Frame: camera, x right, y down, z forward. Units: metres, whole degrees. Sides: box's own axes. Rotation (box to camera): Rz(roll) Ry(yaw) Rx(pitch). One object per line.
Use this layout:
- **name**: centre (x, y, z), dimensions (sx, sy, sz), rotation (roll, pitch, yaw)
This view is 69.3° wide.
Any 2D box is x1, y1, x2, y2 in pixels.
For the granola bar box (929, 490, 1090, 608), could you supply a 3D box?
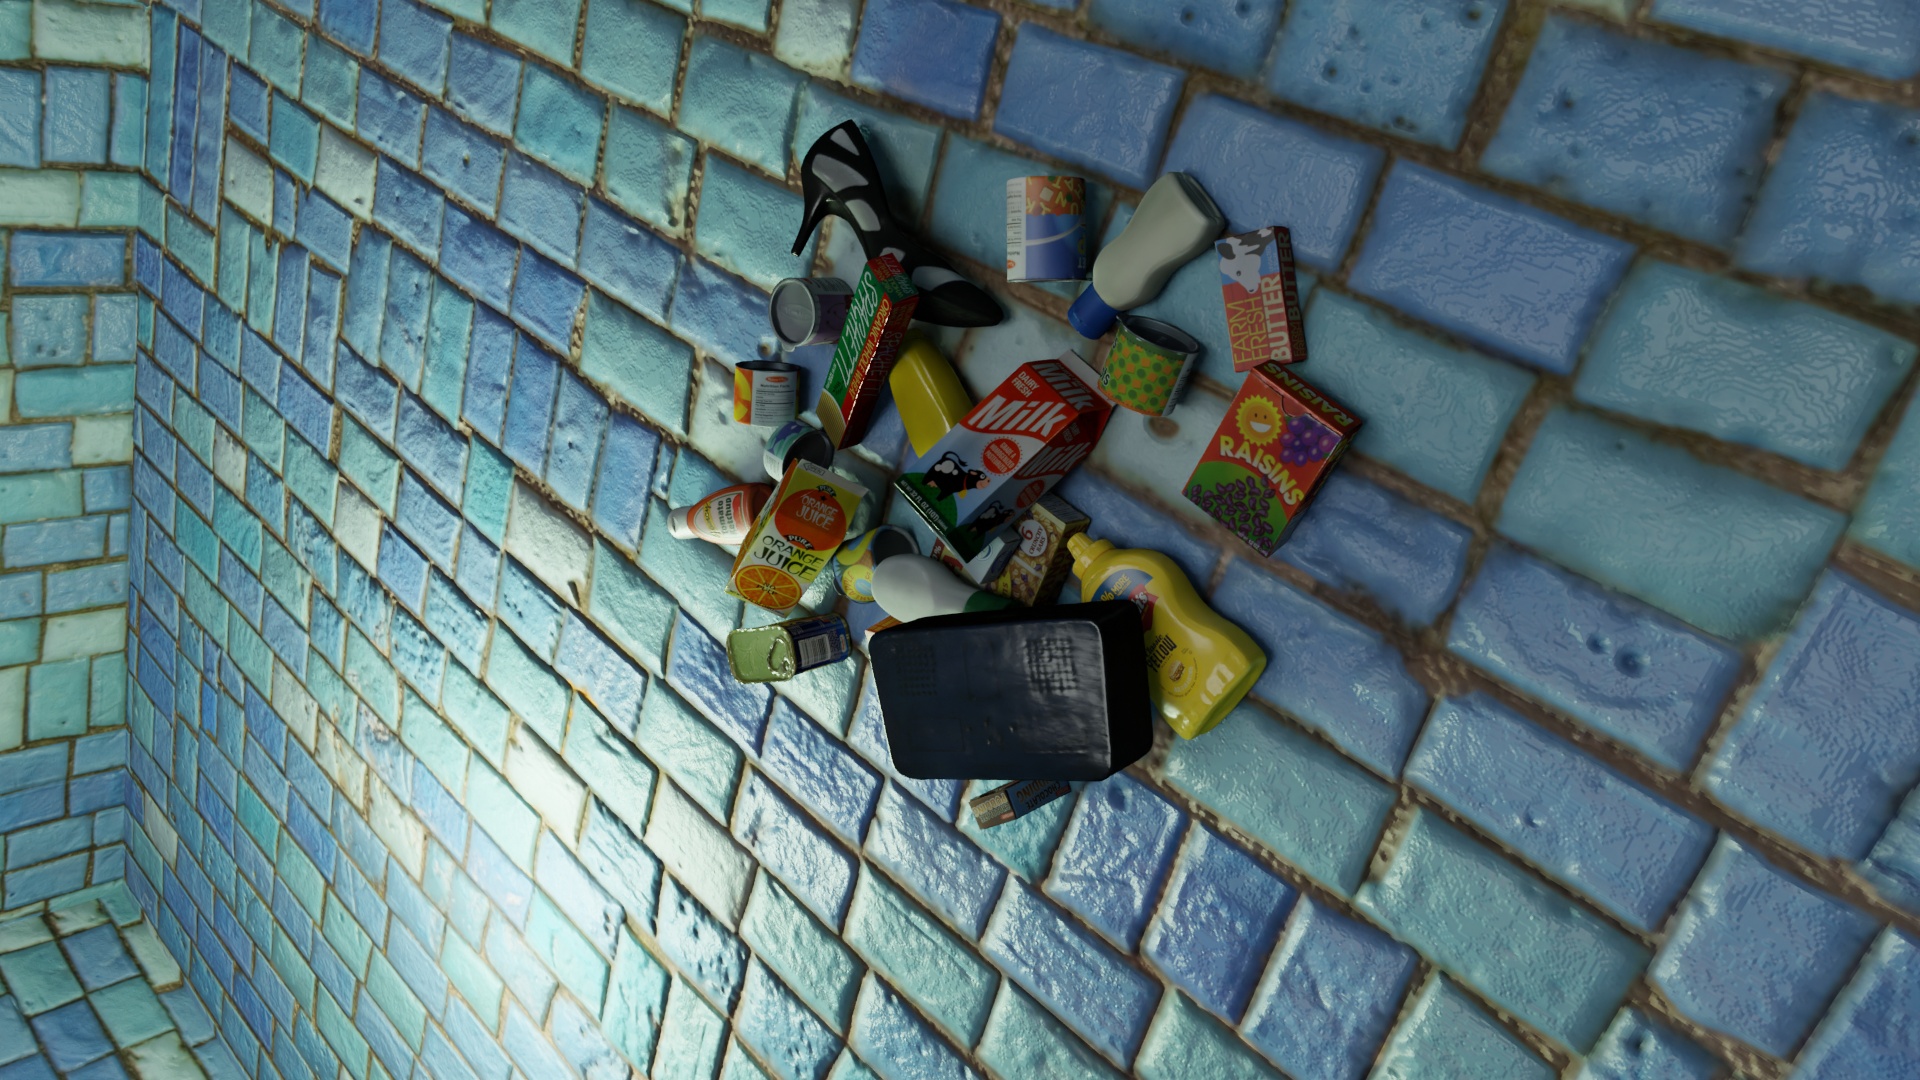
- **granola bar box**: centre (0.034, 0.019, 1.250), dimensions (0.124, 0.039, 0.164), rotation (38, 121, 31)

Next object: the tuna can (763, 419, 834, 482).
- **tuna can**: centre (-0.160, -0.087, 1.388), dimensions (0.033, 0.071, 0.070), rotation (31, 117, 35)

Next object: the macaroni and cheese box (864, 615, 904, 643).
- **macaroni and cheese box**: centre (-0.010, 0.141, 1.278), dimensions (0.166, 0.040, 0.123), rotation (10, 121, 50)

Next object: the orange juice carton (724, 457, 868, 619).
- **orange juice carton**: centre (-0.159, -0.011, 1.358), dimensions (0.072, 0.073, 0.191), rotation (25, 137, -14)

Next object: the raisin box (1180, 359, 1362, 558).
- **raisin box**: centre (0.231, -0.061, 1.042), dimensions (0.086, 0.040, 0.122), rotation (41, 129, 20)

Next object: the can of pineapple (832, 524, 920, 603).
- **can of pineapple**: centre (-0.080, 0.024, 1.333), dimensions (0.057, 0.071, 0.071), rotation (-22, 84, 42)

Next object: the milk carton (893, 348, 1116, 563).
- **milk carton**: centre (0.044, -0.077, 1.167), dimensions (0.190, 0.073, 0.072), rotation (-43, 65, -3)

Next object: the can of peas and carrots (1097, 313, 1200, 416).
- **can of peas and carrots**: centre (0.146, -0.139, 1.100), dimensions (0.071, 0.071, 0.058), rotation (37, 121, 31)

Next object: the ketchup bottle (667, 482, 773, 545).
- **ketchup bottle**: centre (-0.258, -0.025, 1.500), dimensions (0.148, 0.044, 0.064), rotation (-6, 94, 43)

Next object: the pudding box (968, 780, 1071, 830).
- **pudding box**: centre (0.053, 0.228, 1.241), dimensions (0.049, 0.084, 0.030), rotation (-27, 81, 41)

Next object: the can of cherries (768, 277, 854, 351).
- **can of cherries**: centre (-0.144, -0.220, 1.352), dimensions (0.071, 0.058, 0.071), rotation (9, 104, 39)

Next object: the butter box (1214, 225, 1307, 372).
- **butter box**: centre (0.227, -0.181, 1.050), dimensions (0.053, 0.024, 0.103), rotation (-7, 93, 43)

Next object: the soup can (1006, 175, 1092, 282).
- **soup can**: centre (0.074, -0.256, 1.148), dimensions (0.071, 0.071, 0.083), rotation (7, 102, 41)

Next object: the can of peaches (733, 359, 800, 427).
- **can of peaches**: centre (-0.196, -0.149, 1.408), dimensions (0.071, 0.071, 0.058), rotation (17, 109, 39)

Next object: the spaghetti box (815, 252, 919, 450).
- **spaghetti box**: centre (-0.089, -0.167, 1.270), dimensions (0.050, 0.029, 0.248), rotation (59, 153, 16)

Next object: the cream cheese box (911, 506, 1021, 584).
- **cream cheese box**: centre (0.004, -0.015, 1.225), dimensions (0.104, 0.024, 0.053), rotation (48, 127, 25)

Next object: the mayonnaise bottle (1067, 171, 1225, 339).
- **mayonnaise bottle**: centre (0.142, -0.222, 1.108), dimensions (0.147, 0.041, 0.065), rotation (-46, 66, 38)

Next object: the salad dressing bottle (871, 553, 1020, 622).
- **salad dressing bottle**: centre (-0.013, 0.053, 1.242), dimensions (0.148, 0.044, 0.064), rotation (17, 109, 38)

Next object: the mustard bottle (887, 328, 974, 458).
- **mustard bottle**: centre (-0.033, -0.143, 1.273), dimensions (0.065, 0.049, 0.160), rotation (-35, 74, 45)
